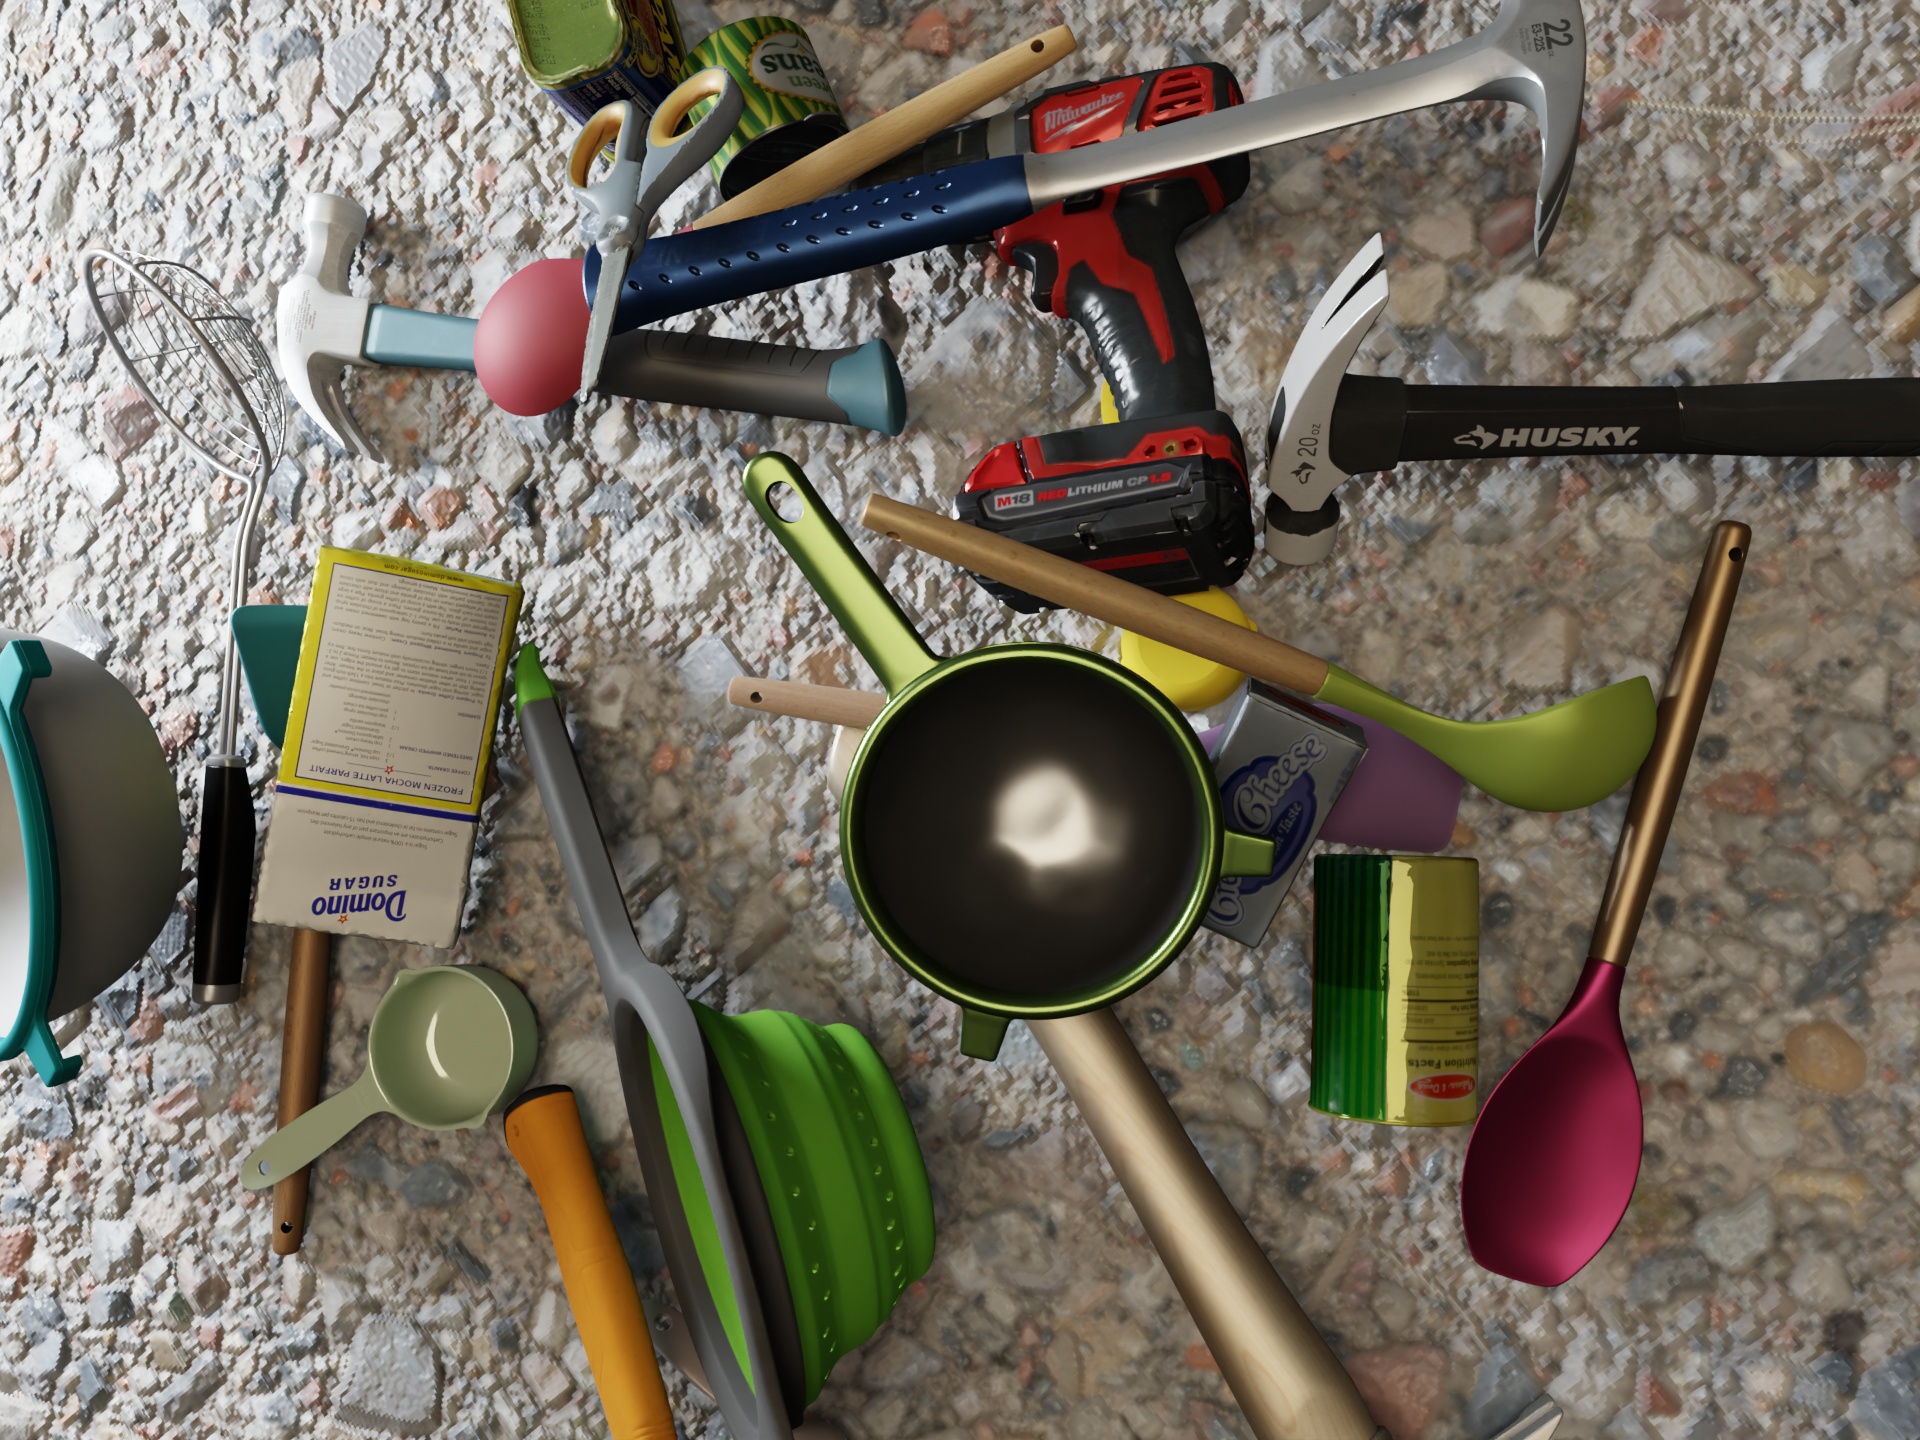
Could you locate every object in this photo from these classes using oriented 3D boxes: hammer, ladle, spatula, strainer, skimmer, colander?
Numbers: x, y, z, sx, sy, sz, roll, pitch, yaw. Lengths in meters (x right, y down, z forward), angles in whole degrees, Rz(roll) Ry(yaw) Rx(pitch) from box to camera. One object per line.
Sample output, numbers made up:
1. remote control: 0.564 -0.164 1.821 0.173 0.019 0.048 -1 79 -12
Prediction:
1. hammer: -0.183 -0.177 0.767 0.331 0.033 0.128 9 88 14
2. ladle: 0.117 -0.036 0.614 0.320 0.078 0.062 20 72 -5
3. spatula: -0.320 0.104 0.776 0.082 0.044 0.317 4 89 -15
4. spatula: 0.054 0.008 0.683 0.316 0.018 0.059 8 103 7
5. hammer: 0.038 -0.213 0.636 0.405 0.035 0.144 -10 70 14
6. strainer: -0.477 0.037 0.790 0.340 0.095 0.211 11 104 40
7. strainer: -0.001 -0.002 0.646 0.151 0.069 0.256 -36 90 11
8. hammer: -0.129 0.310 0.673 0.127 0.034 0.337 -49 57 42
9. hammer: 0.288 -0.119 0.608 0.335 0.146 0.035 0 54 6
10. ladle: -0.092 -0.225 0.705 0.315 0.031 0.069 -24 80 14
11. hammer: 0.076 0.157 0.674 0.146 0.038 0.411 -33 77 1
12. skimmer: -0.388 -0.041 0.780 0.127 0.090 0.363 2 90 49
13. colander: -0.103 0.124 0.694 0.094 0.204 0.397 -15 63 -21

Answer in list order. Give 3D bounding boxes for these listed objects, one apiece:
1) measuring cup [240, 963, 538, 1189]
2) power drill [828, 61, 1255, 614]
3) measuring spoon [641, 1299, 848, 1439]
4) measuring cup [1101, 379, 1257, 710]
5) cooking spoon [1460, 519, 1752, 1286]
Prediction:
1. measuring cup: -0.274 0.178 0.764 0.167 0.038 0.083 -34 79 12
2. power drill: 0.034 -0.166 0.681 0.188 0.080 0.227 -6 74 17
3. measuring spoon: -0.099 0.299 0.713 0.124 0.034 0.018 34 134 18
4. measuring cup: 0.085 -0.081 0.694 0.062 0.029 0.156 -16 84 12
5. cooking spoon: 0.269 0.073 0.644 0.069 0.017 0.319 17 90 1
